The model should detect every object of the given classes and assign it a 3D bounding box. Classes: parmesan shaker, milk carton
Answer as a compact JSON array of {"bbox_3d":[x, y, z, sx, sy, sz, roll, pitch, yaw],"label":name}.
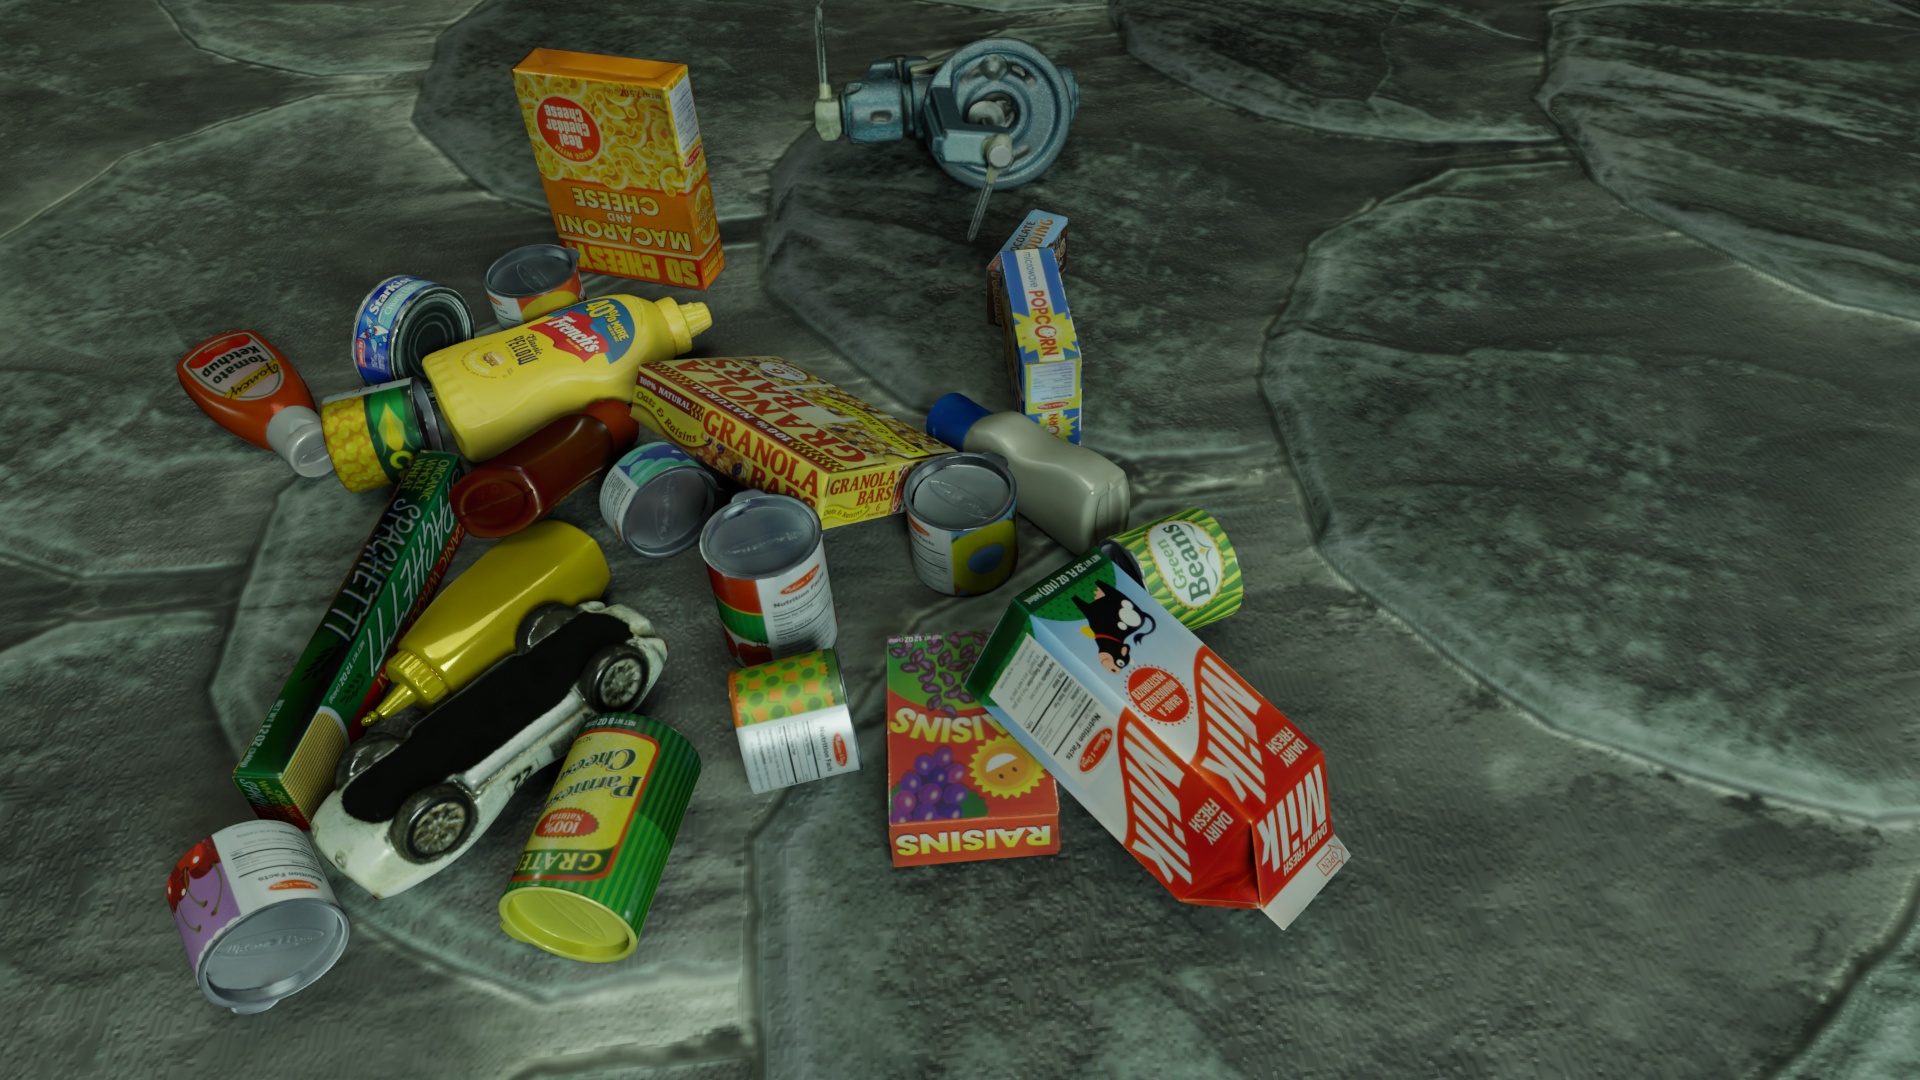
[{"bbox_3d":[-0.176,0.144,0.681,0.071,0.071,0.103,5,46,9],"label":"parmesan shaker"},{"bbox_3d":[0.100,0.100,0.671,0.191,0.073,0.073,44,43,18],"label":"milk carton"}]

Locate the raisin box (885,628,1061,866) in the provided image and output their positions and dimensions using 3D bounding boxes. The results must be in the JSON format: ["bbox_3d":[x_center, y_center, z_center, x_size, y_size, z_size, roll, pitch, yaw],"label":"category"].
[{"bbox_3d":[0.004,0.105,0.724,0.086,0.039,0.124,-4,44,-1],"label":"raisin box"}]

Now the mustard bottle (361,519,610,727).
[{"bbox_3d":[-0.274,0.052,0.789,0.065,0.048,0.161,19,50,33],"label":"mustard bottle"}]

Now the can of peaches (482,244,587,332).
[{"bbox_3d":[-0.303,-0.173,1.009,0.071,0.057,0.071,-2,44,2],"label":"can of peaches"}]

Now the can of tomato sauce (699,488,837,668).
[{"bbox_3d":[-0.107,0.024,0.781,0.071,0.082,0.071,-2,45,2],"label":"can of tomato sauce"}]

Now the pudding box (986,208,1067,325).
[{"bbox_3d":[0.049,-0.199,1.015,0.030,0.049,0.084,18,49,19],"label":"pudding box"}]

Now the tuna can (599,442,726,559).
[{"bbox_3d":[-0.182,-0.025,0.849,0.071,0.070,0.033,-32,51,-25],"label":"tuna can"}]

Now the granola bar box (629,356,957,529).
[{"bbox_3d":[-0.103,-0.067,0.864,0.166,0.039,0.124,30,25,29],"label":"granola bar box"}]

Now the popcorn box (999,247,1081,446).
[{"bbox_3d":[0.052,-0.123,0.914,0.038,0.084,0.127,-5,45,-2],"label":"popcorn box"}]

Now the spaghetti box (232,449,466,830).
[{"bbox_3d":[-0.339,0.047,0.798,0.029,0.049,0.251,4,46,5],"label":"spaghetti box"}]

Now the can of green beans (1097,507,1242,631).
[{"bbox_3d":[0.117,0.021,0.780,0.058,0.071,0.071,-20,47,-15],"label":"can of green beans"}]

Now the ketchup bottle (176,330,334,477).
[{"bbox_3d":[-0.474,-0.092,0.951,0.149,0.043,0.065,34,56,31],"label":"ketchup bottle"}]

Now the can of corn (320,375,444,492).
[{"bbox_3d":[-0.375,-0.066,0.904,0.058,0.070,0.071,-14,46,-9],"label":"can of corn"}]

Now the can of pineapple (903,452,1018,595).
[{"bbox_3d":[0.003,-0.010,0.825,0.071,0.057,0.071,-2,45,2],"label":"can of pineapple"}]

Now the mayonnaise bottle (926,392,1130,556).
[{"bbox_3d":[0.039,-0.047,0.858,0.041,0.064,0.148,-31,47,-28],"label":"mayonnaise bottle"}]

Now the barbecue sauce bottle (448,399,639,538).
[{"bbox_3d":[-0.249,-0.050,0.860,0.065,0.043,0.149,-17,17,22],"label":"barbecue sauce bottle"}]

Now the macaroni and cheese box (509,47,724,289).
[{"bbox_3d":[-0.248,-0.273,1.027,0.124,0.165,0.040,11,47,15],"label":"macaroni and cheese box"}]

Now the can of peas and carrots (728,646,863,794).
[{"bbox_3d":[-0.086,0.092,0.725,0.059,0.070,0.071,-12,46,-7],"label":"can of peas and carrots"}]

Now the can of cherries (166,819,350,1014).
[{"bbox_3d":[-0.335,0.178,0.659,0.072,0.071,0.058,-30,50,-24],"label":"can of cherries"}]
